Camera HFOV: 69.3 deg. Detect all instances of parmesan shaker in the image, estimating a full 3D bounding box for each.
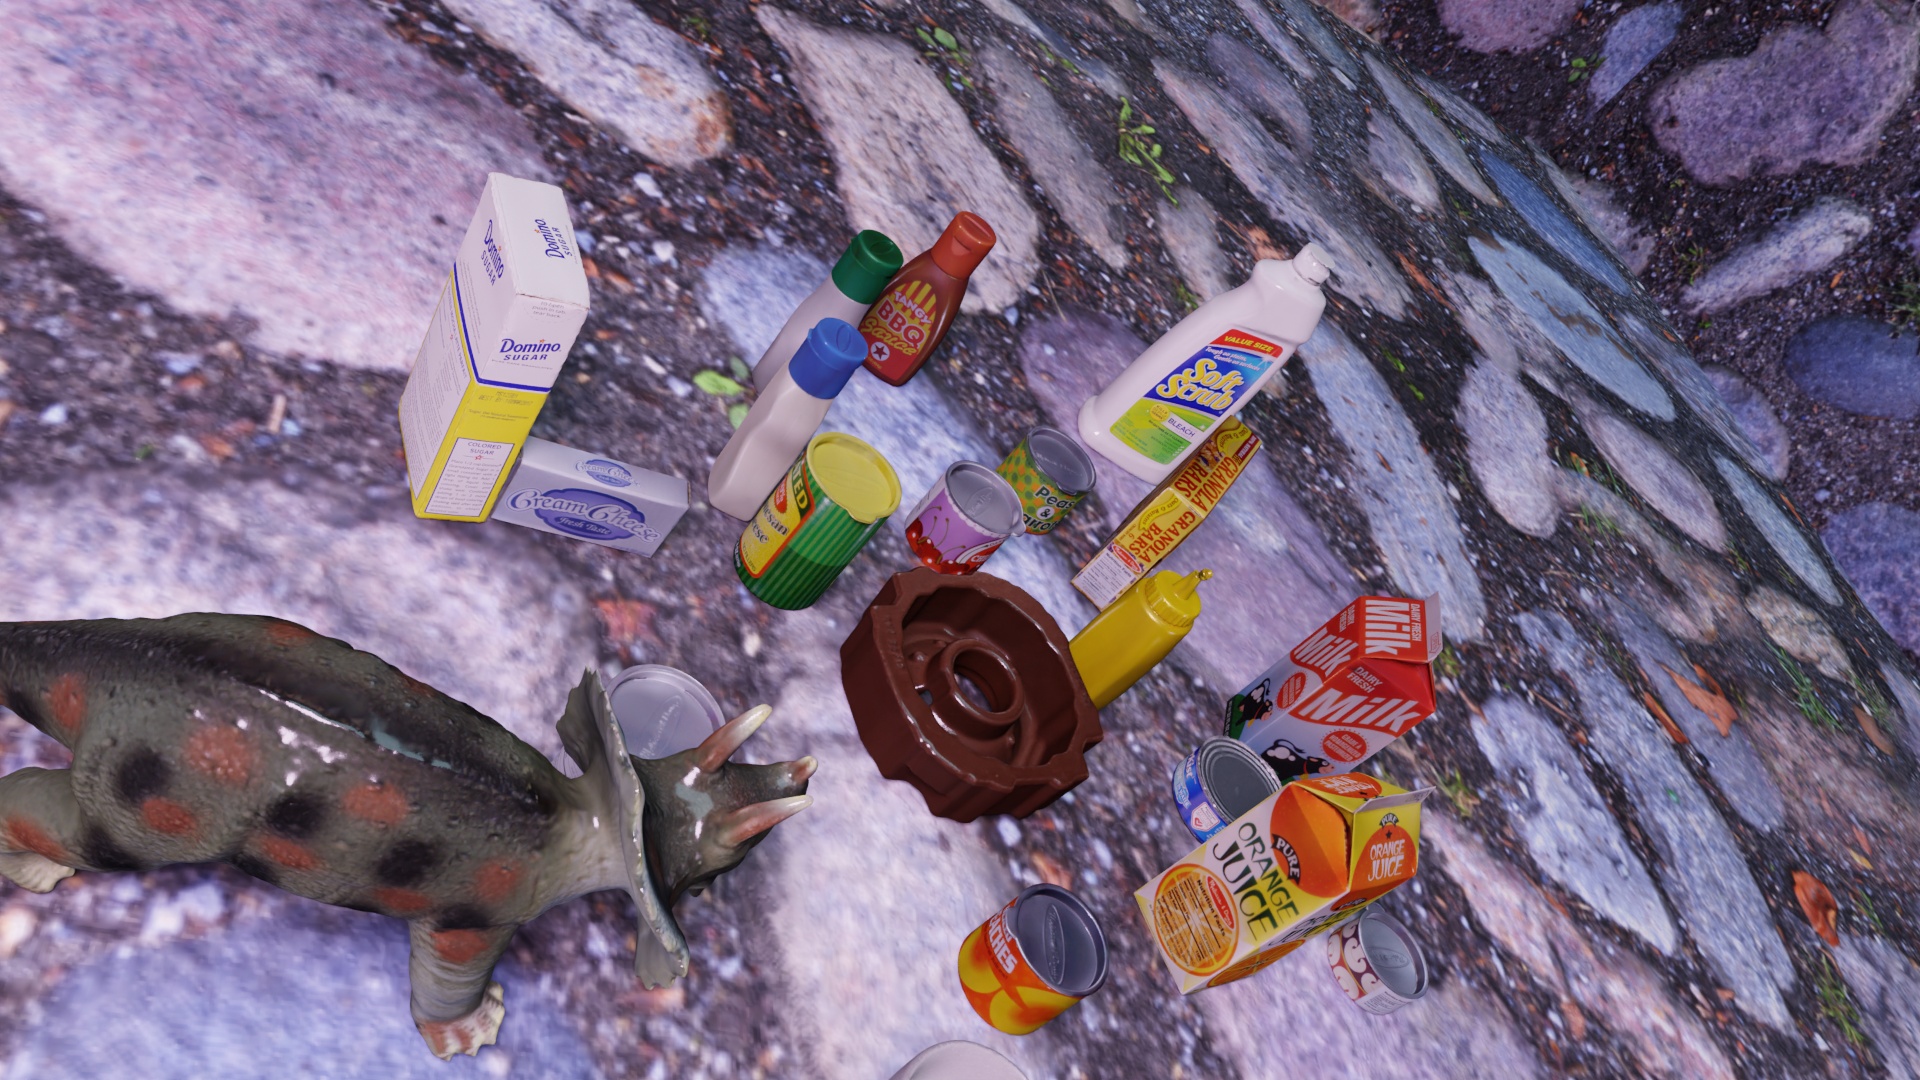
[{"bbox_3d":[-0.091,-0.008,0.869,0.071,0.102,0.072,25,39,-23],"label":"parmesan shaker"}]

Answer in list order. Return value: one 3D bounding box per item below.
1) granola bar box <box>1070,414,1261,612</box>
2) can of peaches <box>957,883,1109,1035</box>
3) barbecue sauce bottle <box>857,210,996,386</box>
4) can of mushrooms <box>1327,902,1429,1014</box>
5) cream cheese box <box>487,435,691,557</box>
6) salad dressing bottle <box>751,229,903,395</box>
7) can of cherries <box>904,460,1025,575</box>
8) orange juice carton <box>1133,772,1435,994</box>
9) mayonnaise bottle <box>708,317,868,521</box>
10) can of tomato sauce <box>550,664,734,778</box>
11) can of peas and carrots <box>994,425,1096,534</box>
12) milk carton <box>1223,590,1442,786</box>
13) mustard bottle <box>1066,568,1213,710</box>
[{"bbox_3d":[0.167,-0.023,1.106,0.039,0.123,0.166,44,36,2],"label":"granola bar box"},{"bbox_3d":[0.038,0.235,0.780,0.071,0.057,0.071,25,39,-22],"label":"can of peaches"},{"bbox_3d":[-0.028,-0.189,1.074,0.065,0.148,0.044,41,36,-2],"label":"barbecue sauce bottle"},{"bbox_3d":[0.293,0.294,0.976,0.071,0.033,0.071,25,39,-22],"label":"can of mushrooms"},{"bbox_3d":[-0.216,-0.024,0.811,0.104,0.053,0.024,17,43,-31],"label":"cream cheese box"},{"bbox_3d":[-0.094,-0.154,0.978,0.044,0.147,0.064,46,36,4],"label":"salad dressing bottle"},{"bbox_3d":[0.004,-0.013,0.999,0.071,0.058,0.072,25,39,-22],"label":"can of cherries"},{"bbox_3d":[0.202,0.202,0.852,0.072,0.191,0.073,3,51,-41],"label":"orange juice carton"},{"bbox_3d":[-0.111,-0.079,0.884,0.041,0.147,0.065,28,38,-19],"label":"mayonnaise bottle"},{"bbox_3d":[-0.163,0.113,0.695,0.071,0.082,0.071,25,39,-22],"label":"can of tomato sauce"},{"bbox_3d":[0.064,-0.045,1.088,0.071,0.058,0.071,25,39,-22],"label":"can of peas and carrots"},{"bbox_3d":[0.282,0.111,1.020,0.073,0.189,0.073,35,36,-10],"label":"milk carton"},{"bbox_3d":[0.118,0.063,0.942,0.065,0.159,0.049,-12,62,-49],"label":"mustard bottle"}]
